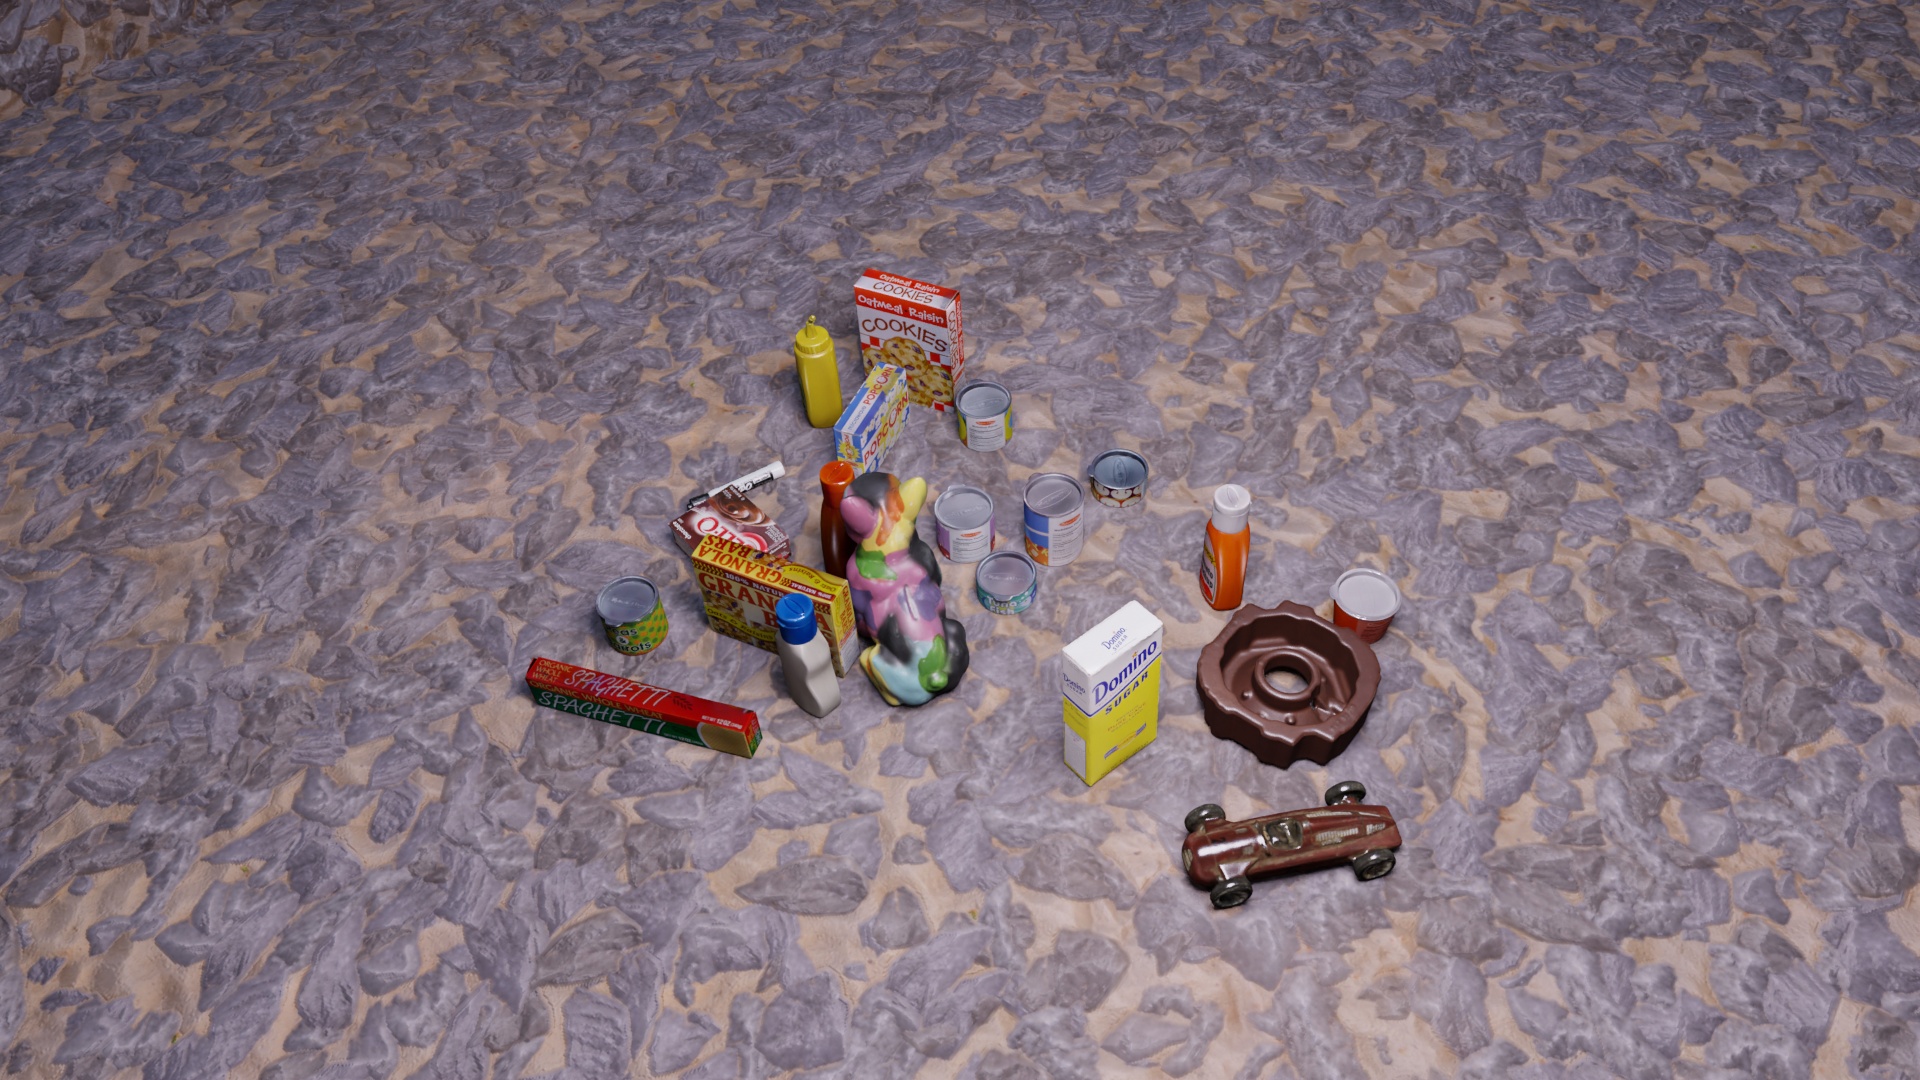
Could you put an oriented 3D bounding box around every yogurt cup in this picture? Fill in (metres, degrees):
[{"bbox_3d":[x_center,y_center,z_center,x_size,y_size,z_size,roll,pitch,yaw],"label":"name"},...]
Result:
[{"bbox_3d":[0.418,0.071,1.440,0.072,0.053,0.073,-2,48,2],"label":"yogurt cup"}]

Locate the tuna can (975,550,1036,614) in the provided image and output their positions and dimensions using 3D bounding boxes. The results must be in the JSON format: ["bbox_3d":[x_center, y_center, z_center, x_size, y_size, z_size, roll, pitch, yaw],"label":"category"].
[{"bbox_3d":[0.049,0.048,1.498,0.071,0.032,0.071,-2,48,2],"label":"tuna can"}]

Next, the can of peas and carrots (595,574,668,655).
[{"bbox_3d":[-0.349,0.082,1.476,0.071,0.058,0.071,-2,48,2],"label":"can of peas and carrots"}]

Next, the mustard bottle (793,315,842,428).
[{"bbox_3d":[-0.172,-0.208,1.658,0.049,0.159,0.065,-11,48,-6],"label":"mustard bottle"}]

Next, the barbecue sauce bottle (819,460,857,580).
[{"bbox_3d":[-0.124,-0.021,1.494,0.044,0.147,0.065,25,54,24],"label":"barbecue sauce bottle"}]

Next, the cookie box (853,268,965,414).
[{"bbox_3d":[-0.059,-0.240,1.675,0.123,0.166,0.040,17,51,18],"label":"cookie box"}]

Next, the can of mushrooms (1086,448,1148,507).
[{"bbox_3d":[0.180,-0.072,1.598,0.071,0.033,0.071,-2,48,2],"label":"can of mushrooms"}]

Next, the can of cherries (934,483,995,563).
[{"bbox_3d":[0.006,-0.019,1.545,0.071,0.058,0.072,-2,48,2],"label":"can of cherries"}]

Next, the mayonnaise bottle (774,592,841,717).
[{"bbox_3d":[-0.154,0.112,1.376,0.041,0.147,0.065,-37,56,-26],"label":"mayonnaise bottle"}]

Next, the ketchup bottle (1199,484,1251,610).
[{"bbox_3d":[0.277,0.004,1.445,0.043,0.148,0.065,-9,48,-4],"label":"ketchup bottle"}]

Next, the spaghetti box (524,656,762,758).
[{"bbox_3d":[-0.321,0.168,1.401,0.250,0.050,0.029,12,50,14],"label":"spaghetti box"}]

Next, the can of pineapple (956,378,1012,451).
[{"bbox_3d":[0.029,-0.150,1.661,0.071,0.057,0.071,-2,48,2],"label":"can of pineapple"}]

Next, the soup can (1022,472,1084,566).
[{"bbox_3d":[0.101,-0.024,1.526,0.071,0.083,0.072,-2,48,2],"label":"soup can"}]

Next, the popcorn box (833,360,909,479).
[{"bbox_3d":[-0.104,-0.138,1.641,0.038,0.084,0.127,16,51,17],"label":"popcorn box"}]

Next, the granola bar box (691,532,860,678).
[{"bbox_3d":[-0.190,0.068,1.434,0.166,0.123,0.039,18,52,19],"label":"granola bar box"}]
